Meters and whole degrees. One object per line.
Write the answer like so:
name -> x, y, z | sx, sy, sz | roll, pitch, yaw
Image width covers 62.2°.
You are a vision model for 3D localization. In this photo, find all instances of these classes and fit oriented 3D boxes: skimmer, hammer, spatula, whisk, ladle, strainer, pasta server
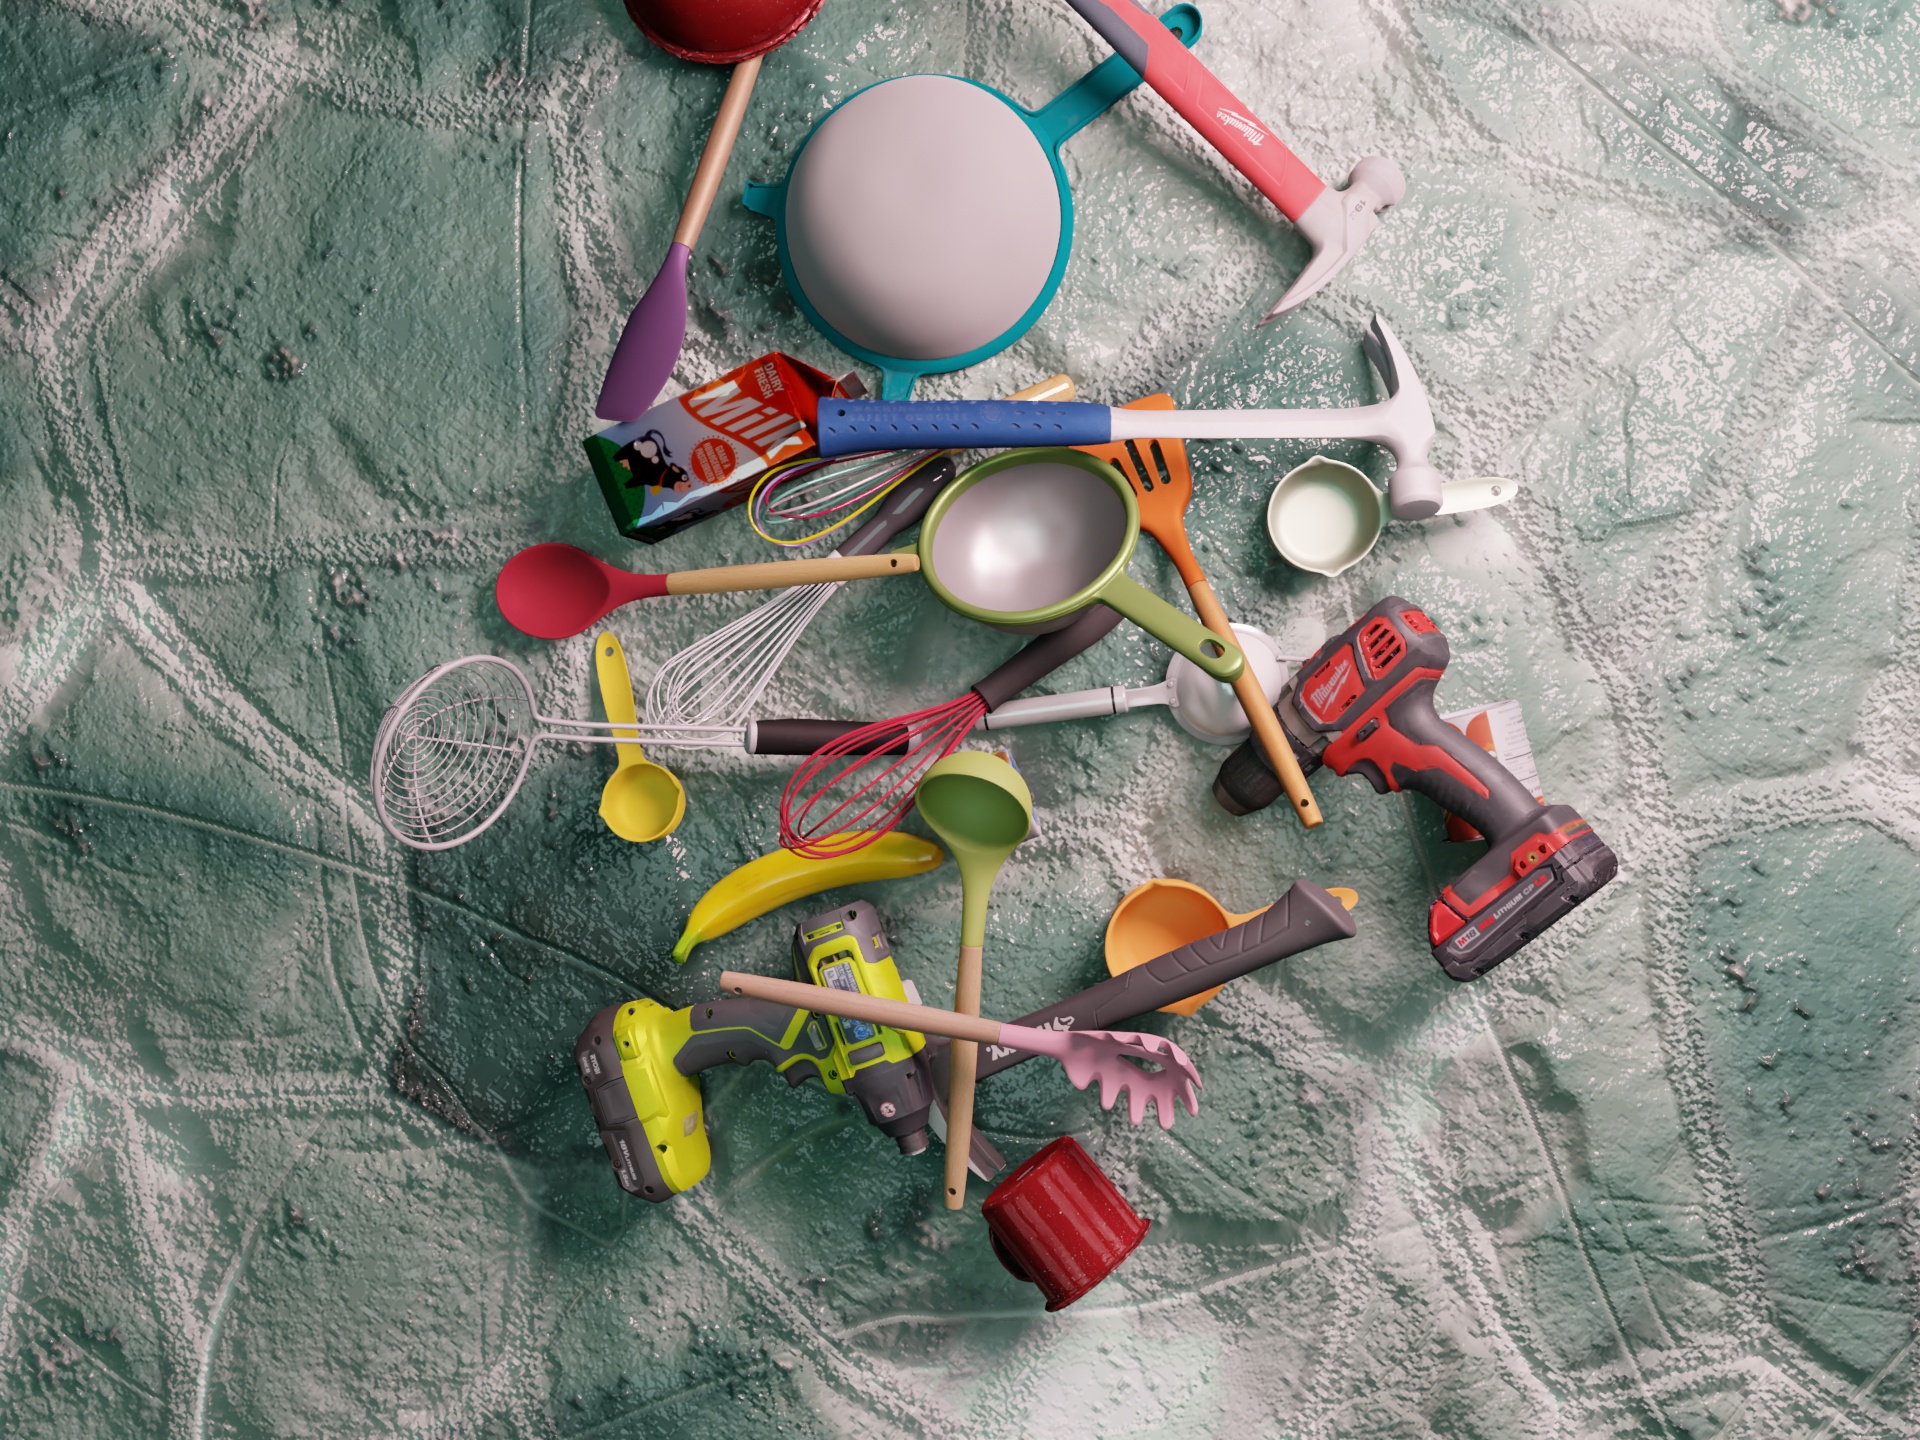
skimmer -> -0.189, 0.022, 1.030 | 0.363, 0.090, 0.127 | 1, 112, -21
hammer -> 0.104, 0.191, 1.052 | 0.335, 0.035, 0.146 | -27, 85, 24
spatula -> 0.167, -0.073, 1.064 | 0.081, 0.041, 0.323 | -24, 66, 5
whisk -> -0.110, -0.085, 1.113 | 0.284, 0.070, 0.070 | -43, 87, -1
ladle -> -0.178, -0.098, 1.099 | 0.315, 0.031, 0.069 | -3, 91, 18
strainer -> 0.022, -0.386, 1.075 | 0.340, 0.095, 0.211 | -36, 87, 6
hammer -> 0.109, -0.200, 1.052 | 0.405, 0.035, 0.144 | -1, 68, -2
ladle -> 0.002, 0.176, 1.047 | 0.078, 0.062, 0.320 | 7, 100, 18
pasta server -> -0.003, 0.201, 1.020 | 0.316, 0.040, 0.060 | 10, 118, 5
whisk -> -0.002, -0.003, 1.075 | 0.296, 0.073, 0.073 | -36, 88, -13
strainer -> 0.118, -0.014, 1.100 | 0.258, 0.050, 0.087 | -8, 104, 8
spatula -> -0.183, -0.350, 1.101 | 0.060, 0.018, 0.316 | 11, 78, 31
whisk -> -0.032, -0.185, 1.084 | 0.245, 0.051, 0.047 | -26, 65, -12
strainer -> 0.087, -0.083, 1.053 | 0.151, 0.069, 0.257 | -44, 58, -15
hammer -> 0.114, -0.434, 1.048 | 0.386, 0.038, 0.143 | 42, 78, -6

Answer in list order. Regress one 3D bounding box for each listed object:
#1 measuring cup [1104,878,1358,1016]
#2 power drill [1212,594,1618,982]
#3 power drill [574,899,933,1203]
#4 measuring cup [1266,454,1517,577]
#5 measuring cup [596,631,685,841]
measuring cup -> 0.183, 0.141, 1.089 | 0.173, 0.052, 0.095 | -16, 89, 3
power drill -> 0.283, 0.057, 1.027 | 0.188, 0.080, 0.227 | -47, 67, 29
power drill -> -0.135, 0.239, 1.088 | 0.223, 0.080, 0.171 | -21, 86, 12
measuring cup -> 0.291, -0.144, 1.083 | 0.167, 0.038, 0.083 | -8, 90, 3
measuring cup -> -0.236, 0.012, 1.142 | 0.062, 0.029, 0.157 | -16, 77, 5
